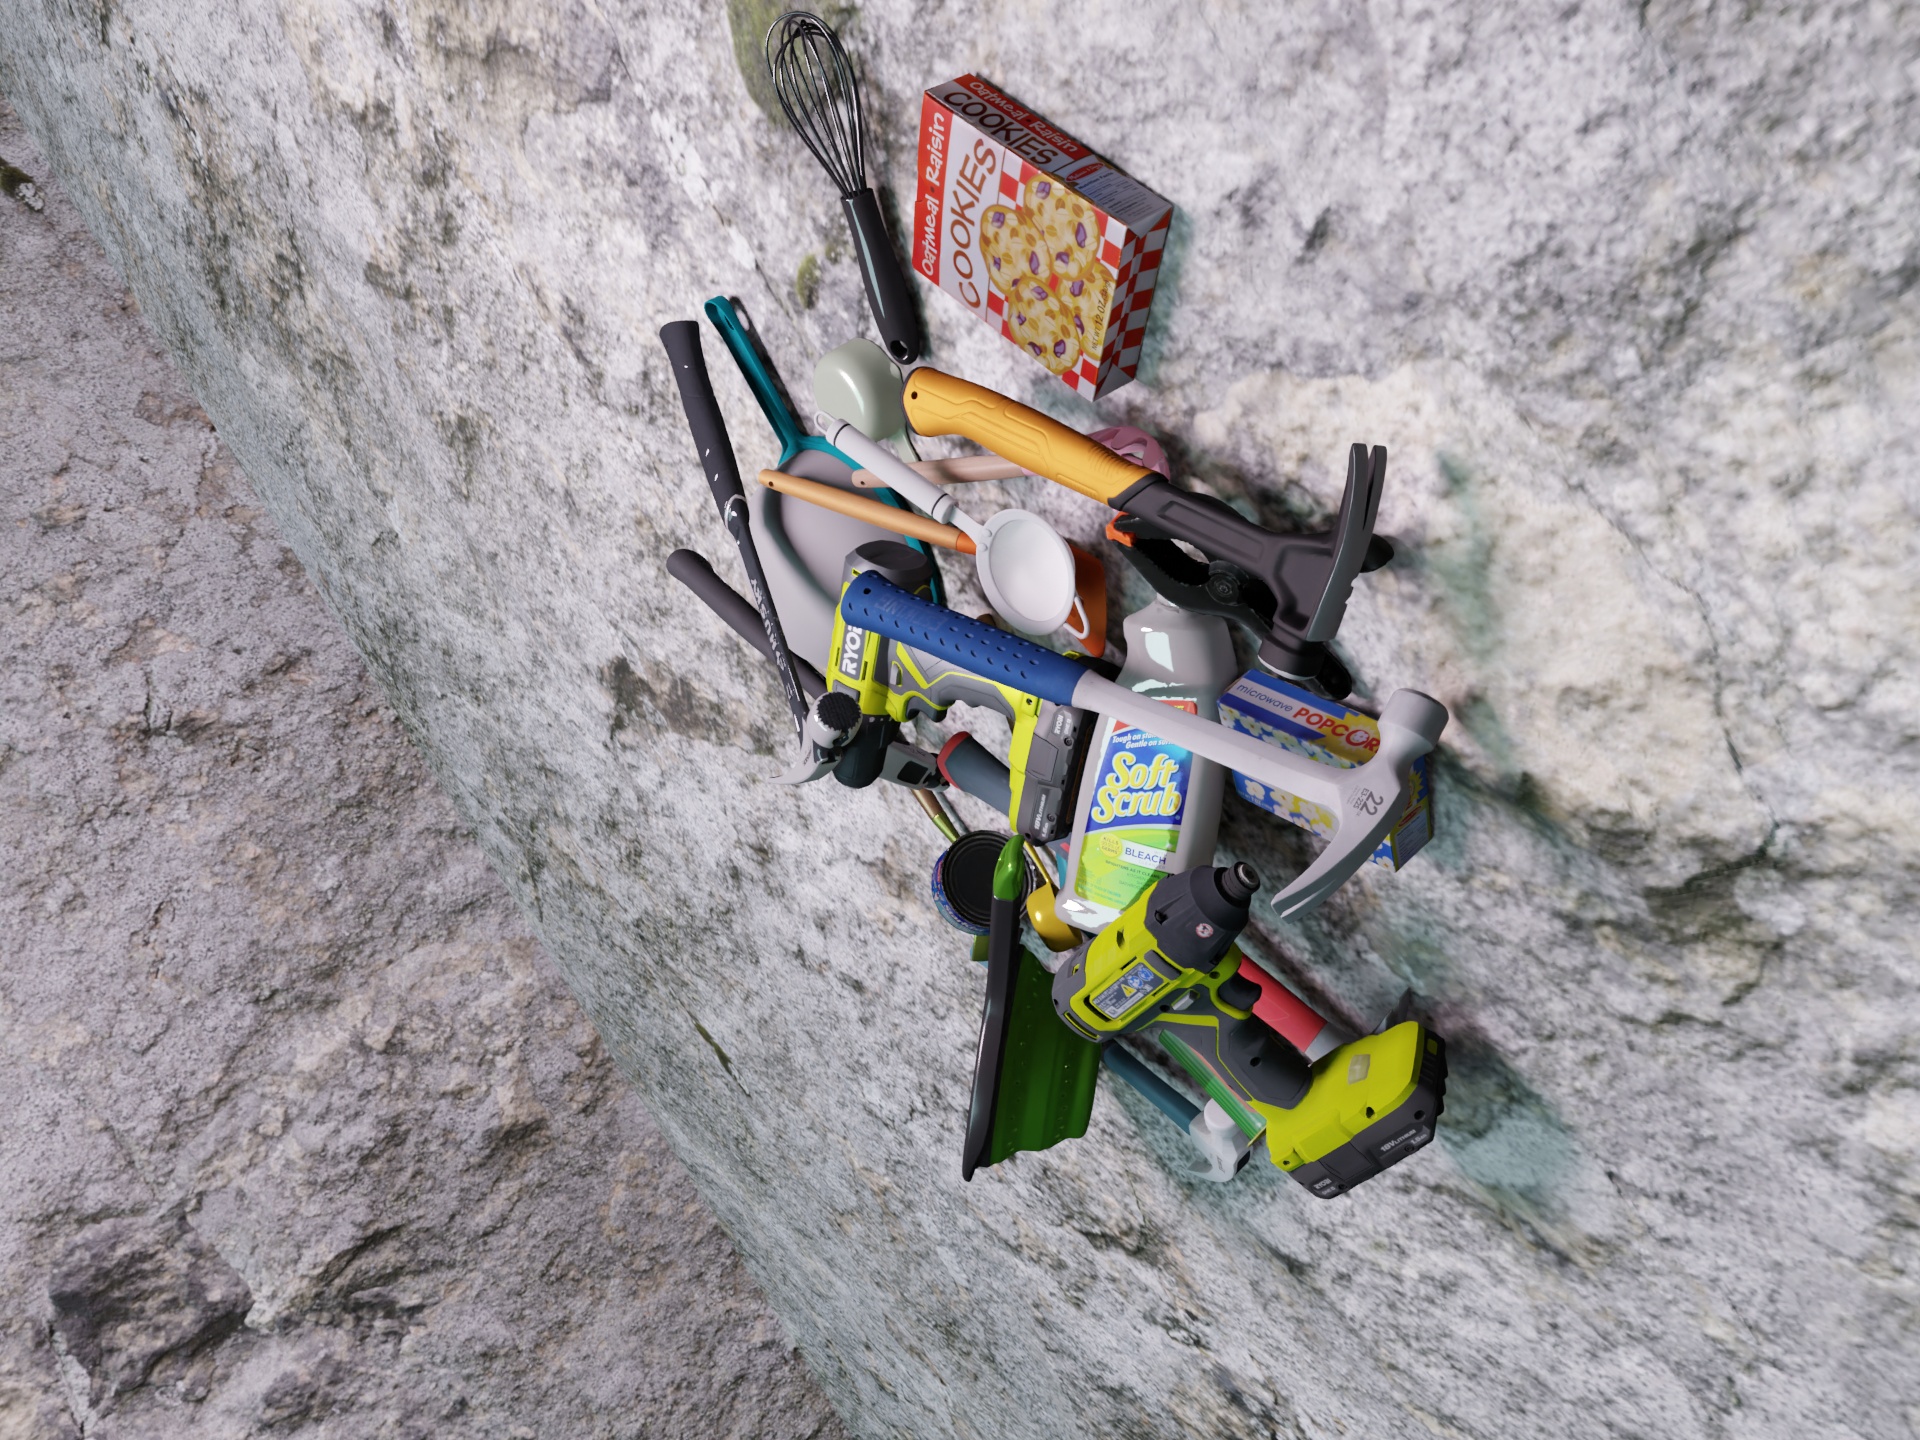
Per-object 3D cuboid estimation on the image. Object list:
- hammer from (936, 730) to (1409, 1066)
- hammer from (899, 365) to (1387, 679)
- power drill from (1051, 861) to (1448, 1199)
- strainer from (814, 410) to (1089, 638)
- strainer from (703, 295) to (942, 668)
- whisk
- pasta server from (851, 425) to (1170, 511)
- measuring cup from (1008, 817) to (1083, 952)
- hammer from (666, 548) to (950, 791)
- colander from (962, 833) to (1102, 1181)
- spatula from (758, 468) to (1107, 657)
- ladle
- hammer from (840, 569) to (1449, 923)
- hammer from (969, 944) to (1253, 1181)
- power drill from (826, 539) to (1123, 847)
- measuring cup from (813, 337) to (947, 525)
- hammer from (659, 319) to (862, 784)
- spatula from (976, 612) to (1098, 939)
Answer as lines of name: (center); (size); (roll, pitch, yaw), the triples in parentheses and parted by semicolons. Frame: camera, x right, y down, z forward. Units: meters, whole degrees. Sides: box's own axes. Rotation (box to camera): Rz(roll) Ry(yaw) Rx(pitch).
hammer: (0.139, 0.123, 1.142); (0.386, 0.038, 0.143); (38, 144, 18)
hammer: (0.086, -0.148, 0.915); (0.337, 0.034, 0.127); (32, 117, 37)
power drill: (0.191, 0.191, 1.007); (0.223, 0.080, 0.171); (38, 129, -7)
strainer: (-0.002, -0.140, 1.069); (0.258, 0.050, 0.086); (37, 134, 18)
strainer: (-0.145, -0.173, 1.285); (0.211, 0.095, 0.340); (-9, 111, 60)
whisk: (-0.071, -0.346, 1.052); (0.055, 0.055, 0.238); (21, 139, 48)
pasta server: (0.022, -0.165, 1.064); (0.316, 0.040, 0.060); (6, 139, 49)
measuring cup: (0.053, 0.121, 1.318); (0.156, 0.029, 0.062); (61, -171, 8)
hammer: (-0.151, -0.052, 1.380); (0.335, 0.035, 0.146); (41, -169, 29)
colander: (0.065, 0.220, 1.212); (0.094, 0.205, 0.396); (9, 140, 6)
spatula: (-0.024, -0.133, 1.153); (0.323, 0.041, 0.081); (21, 135, 27)
ladle: (-0.045, 0.069, 1.411); (0.320, 0.062, 0.078); (57, 177, 8)
hammer: (0.080, -0.012, 0.971); (0.406, 0.144, 0.035); (24, 168, 35)
hammer: (0.121, 0.278, 1.368); (0.331, 0.033, 0.128); (35, 154, 40)
power drill: (-0.002, -0.004, 1.137); (0.229, 0.080, 0.190); (26, 121, 27)
measuring cup: (-0.057, -0.200, 1.178); (0.083, 0.038, 0.167); (-15, 103, 60)
hammer: (-0.167, -0.139, 1.225); (0.409, 0.036, 0.149); (70, 153, 20)
spatula: (0.076, 0.061, 1.250); (0.082, 0.044, 0.317); (2, 115, 58)
